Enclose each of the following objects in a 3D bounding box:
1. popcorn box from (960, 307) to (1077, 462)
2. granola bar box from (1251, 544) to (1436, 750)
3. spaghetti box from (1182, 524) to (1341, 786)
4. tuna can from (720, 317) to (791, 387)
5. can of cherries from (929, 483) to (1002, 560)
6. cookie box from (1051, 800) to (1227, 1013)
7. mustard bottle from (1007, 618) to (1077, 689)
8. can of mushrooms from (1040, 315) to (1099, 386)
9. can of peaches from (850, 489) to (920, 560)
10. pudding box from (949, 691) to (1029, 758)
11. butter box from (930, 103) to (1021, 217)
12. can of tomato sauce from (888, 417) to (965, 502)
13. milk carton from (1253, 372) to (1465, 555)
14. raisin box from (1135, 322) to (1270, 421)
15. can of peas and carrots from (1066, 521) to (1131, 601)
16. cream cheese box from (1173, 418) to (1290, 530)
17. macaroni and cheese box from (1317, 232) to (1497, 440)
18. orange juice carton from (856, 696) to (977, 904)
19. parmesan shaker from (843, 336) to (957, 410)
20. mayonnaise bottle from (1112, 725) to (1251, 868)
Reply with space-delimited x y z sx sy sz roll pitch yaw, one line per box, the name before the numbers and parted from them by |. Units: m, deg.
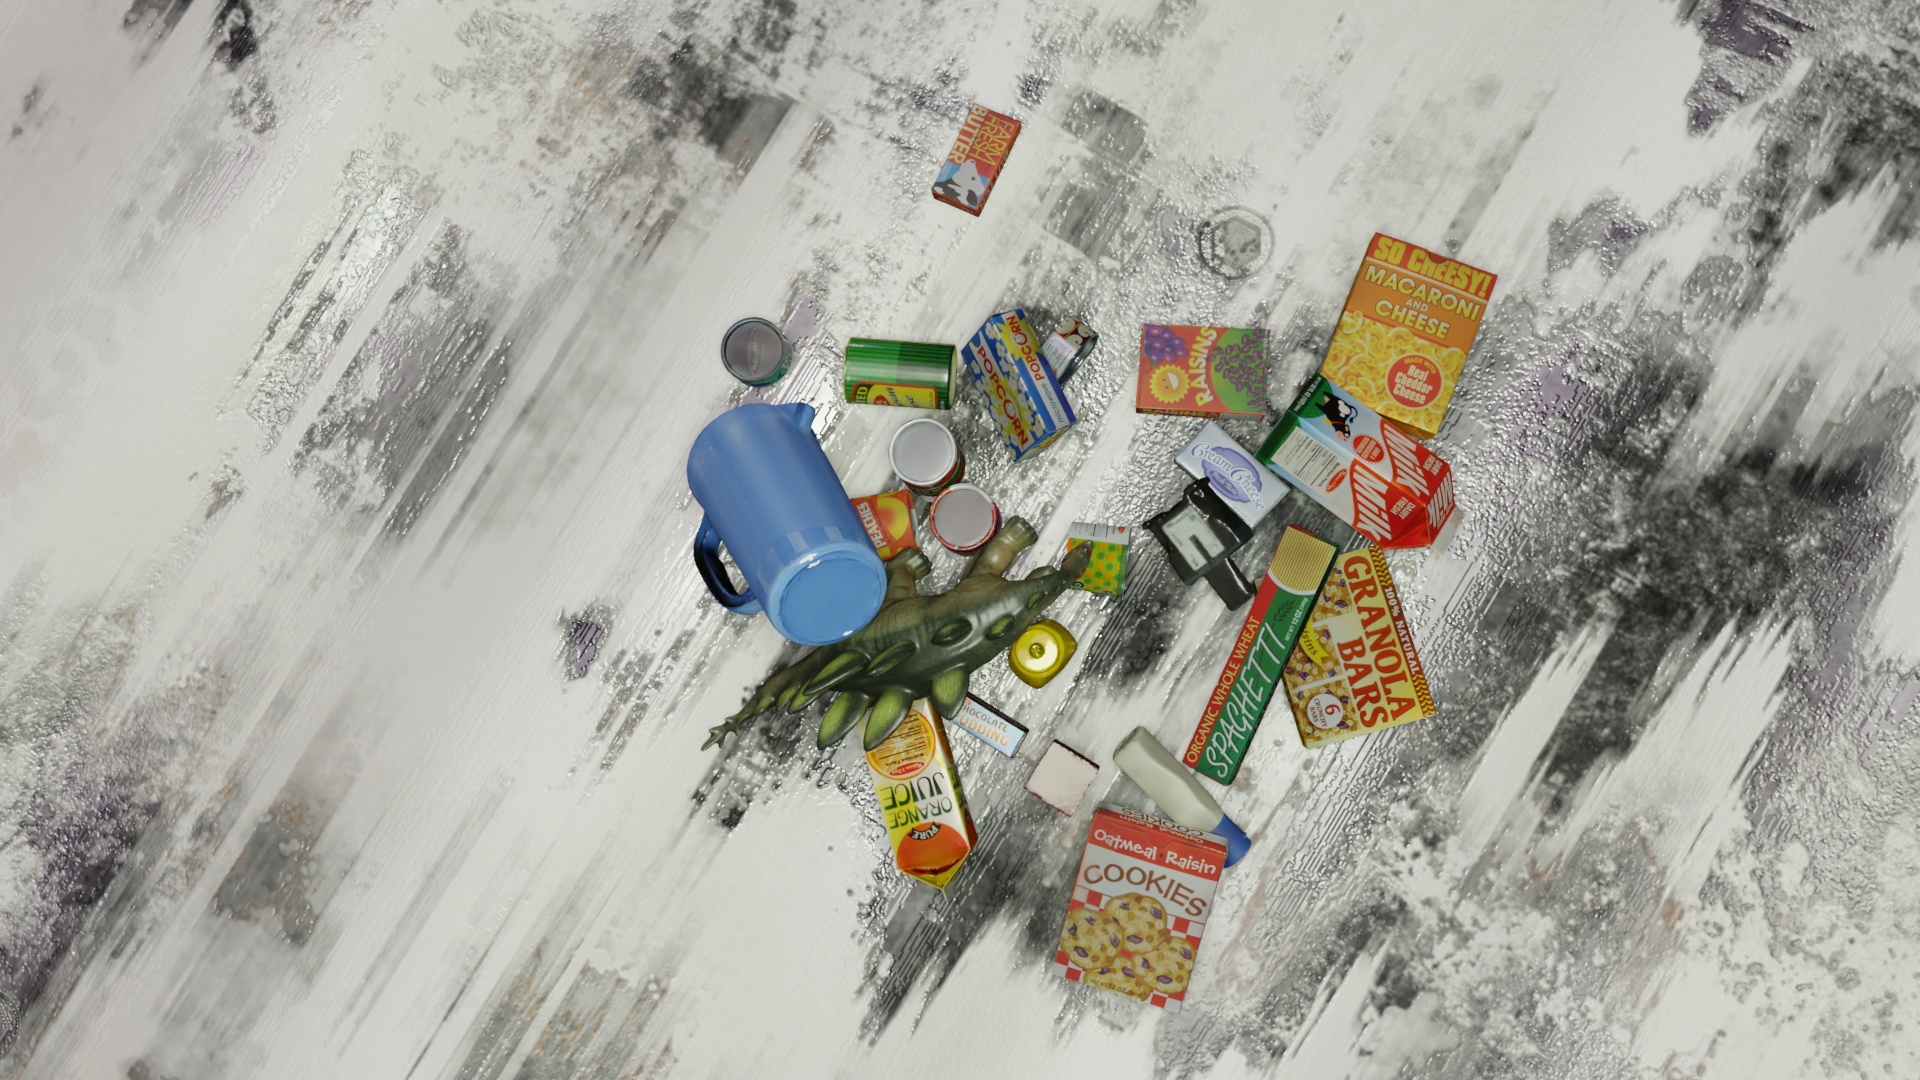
popcorn box | 0.055 -0.148 1.335 0.038 0.085 0.127 -22 82 -25
granola bar box | 0.358 0.100 1.306 0.124 0.039 0.165 -17 83 4
spaghetti box | 0.277 0.108 1.285 0.050 0.029 0.249 27 101 24
tuna can | -0.202 -0.188 1.392 0.071 0.033 0.071 -1 84 5
can of cherries | 0.005 -0.017 1.342 0.071 0.058 0.071 -1 84 5
cookie box | 0.164 0.336 1.274 0.123 0.040 0.167 15 104 7
mustard bottle | 0.073 0.102 1.272 0.049 0.160 0.065 42 89 9
can of mushrooms | 0.103 -0.184 1.348 0.033 0.071 0.071 38 89 9
can of peaches | -0.073 -0.014 1.343 0.058 0.071 0.071 -9 84 4
pudding box | 0.023 0.173 1.325 0.084 0.049 0.030 31 90 8
butter box | 0.017 -0.383 1.396 0.053 0.024 0.103 26 87 8
can of tomato sauce | -0.032 -0.077 1.339 0.071 0.083 0.071 -1 84 5
milk carton | 0.379 -0.063 1.291 0.191 0.073 0.073 37 51 8
raisin box | 0.234 -0.162 1.345 0.123 0.040 0.086 4 85 7
can of peas and carrots | 0.130 0.019 1.323 0.059 0.071 0.071 7 85 7
cream cheese box | 0.261 -0.063 1.339 0.104 0.024 0.053 43 89 8
macaroni and cheese box | 0.424 -0.196 1.330 0.124 0.040 0.166 22 87 6
orange juice carton | -0.035 0.244 1.312 0.073 0.072 0.193 -17 83 4
parmesan shaker | -0.058 -0.164 1.356 0.103 0.071 0.071 5 85 6
mayonnaise bottle | 0.207 0.240 1.296 0.148 0.065 0.041 46 104 4
